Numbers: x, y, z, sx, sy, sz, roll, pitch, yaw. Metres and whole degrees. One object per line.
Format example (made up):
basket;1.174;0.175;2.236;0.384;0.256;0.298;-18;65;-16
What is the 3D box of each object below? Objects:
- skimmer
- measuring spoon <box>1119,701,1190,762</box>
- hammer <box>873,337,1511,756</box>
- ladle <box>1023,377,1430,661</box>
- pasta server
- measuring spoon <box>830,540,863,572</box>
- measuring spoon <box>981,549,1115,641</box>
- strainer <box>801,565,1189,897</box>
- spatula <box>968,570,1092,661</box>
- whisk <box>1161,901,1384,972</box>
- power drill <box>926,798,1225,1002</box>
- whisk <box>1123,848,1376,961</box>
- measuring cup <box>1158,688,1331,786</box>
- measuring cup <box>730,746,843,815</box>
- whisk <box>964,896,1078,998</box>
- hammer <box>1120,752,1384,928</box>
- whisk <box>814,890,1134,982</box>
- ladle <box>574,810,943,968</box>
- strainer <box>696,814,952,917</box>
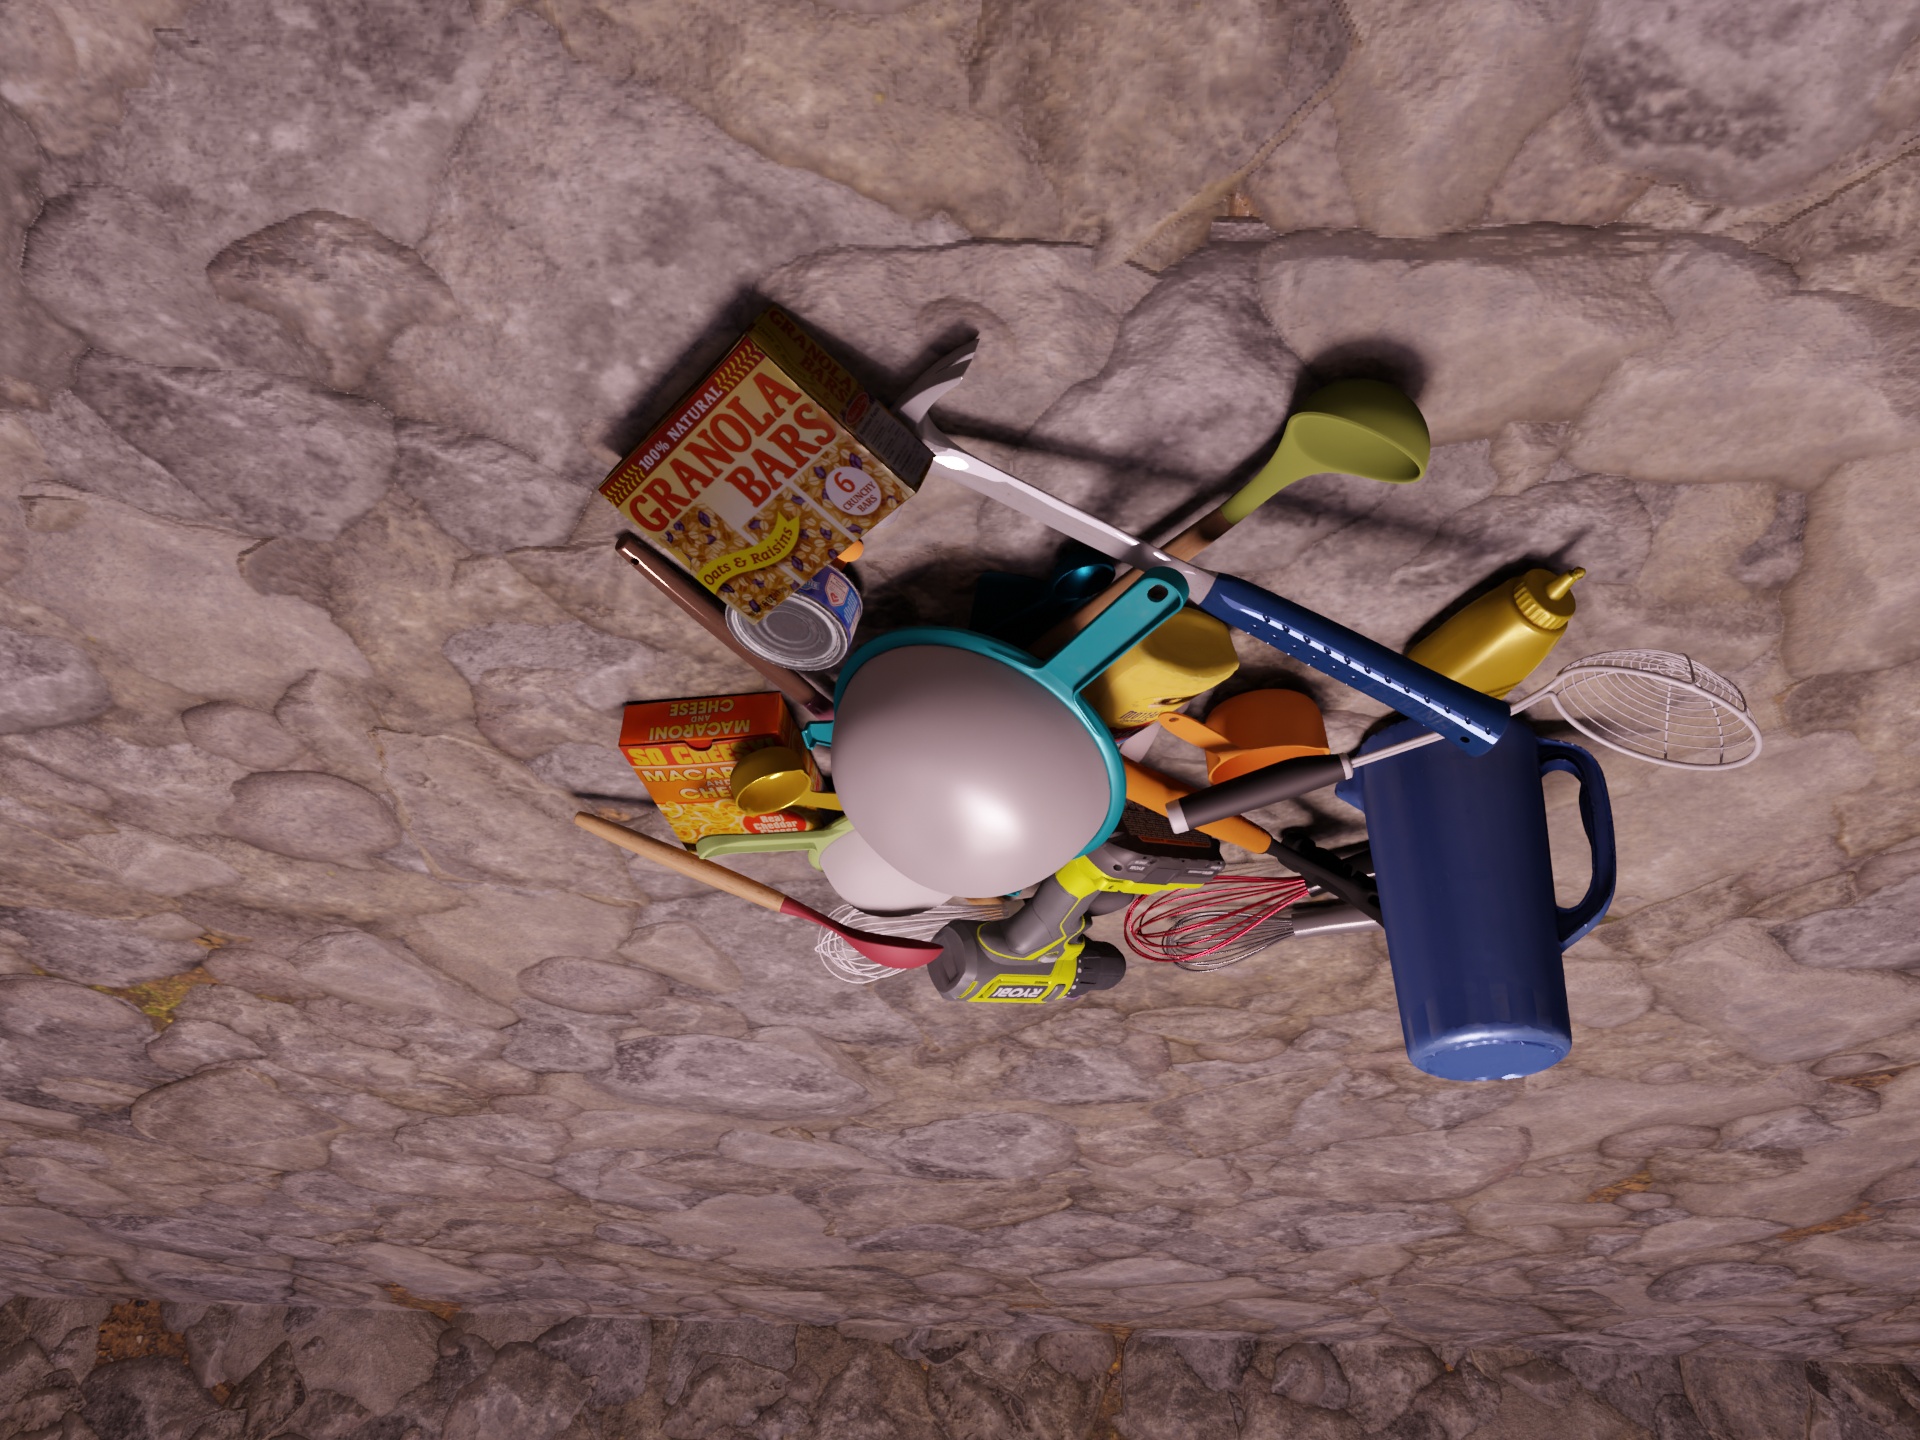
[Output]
skimmer;0.318;0.036;1.030;0.363;0.090;0.127;-18;153;7
measuring spoon;0.138;0.012;1.176;0.034;0.018;0.124;9;147;-10
hammer;0.136;-0.084;0.922;0.405;0.035;0.144;26;143;-5
ladle;0.142;-0.101;0.953;0.078;0.062;0.320;28;137;-28
pasta server;-0.123;-0.026;1.104;0.060;0.040;0.315;-28;133;24
measuring spoon;-0.095;-0.085;1.049;0.021;0.011;0.117;19;144;-23
measuring spoon;0.043;-0.077;1.032;0.128;0.021;0.042;-30;153;30
strainer;0.025;0.019;0.989;0.211;0.095;0.340;38;140;-8
spatula;-0.002;-0.004;1.161;0.082;0.044;0.317;13;150;-16
whisk;0.296;0.183;1.404;0.239;0.055;0.055;-11;145;12
power drill;0.104;0.150;1.275;0.190;0.080;0.228;9;134;-38
whisk;0.274;0.143;1.335;0.296;0.073;0.073;-19;141;21
measuring cup;0.189;0.001;1.106;0.095;0.052;0.173;-25;147;36
measuring cup;-0.109;0.048;1.188;0.062;0.029;0.156;-39;151;27
whisk;0.054;0.182;1.431;0.047;0.051;0.244;-35;131;15
hammer;0.203;0.082;1.161;0.336;0.034;0.127;24;-174;-42
whisk;0.015;0.169;1.352;0.284;0.070;0.070;-8;150;-16
ladle;-0.164;0.135;1.266;0.315;0.031;0.069;22;179;6
strainer;-0.083;0.115;1.232;0.256;0.069;0.151;1;152;-38
